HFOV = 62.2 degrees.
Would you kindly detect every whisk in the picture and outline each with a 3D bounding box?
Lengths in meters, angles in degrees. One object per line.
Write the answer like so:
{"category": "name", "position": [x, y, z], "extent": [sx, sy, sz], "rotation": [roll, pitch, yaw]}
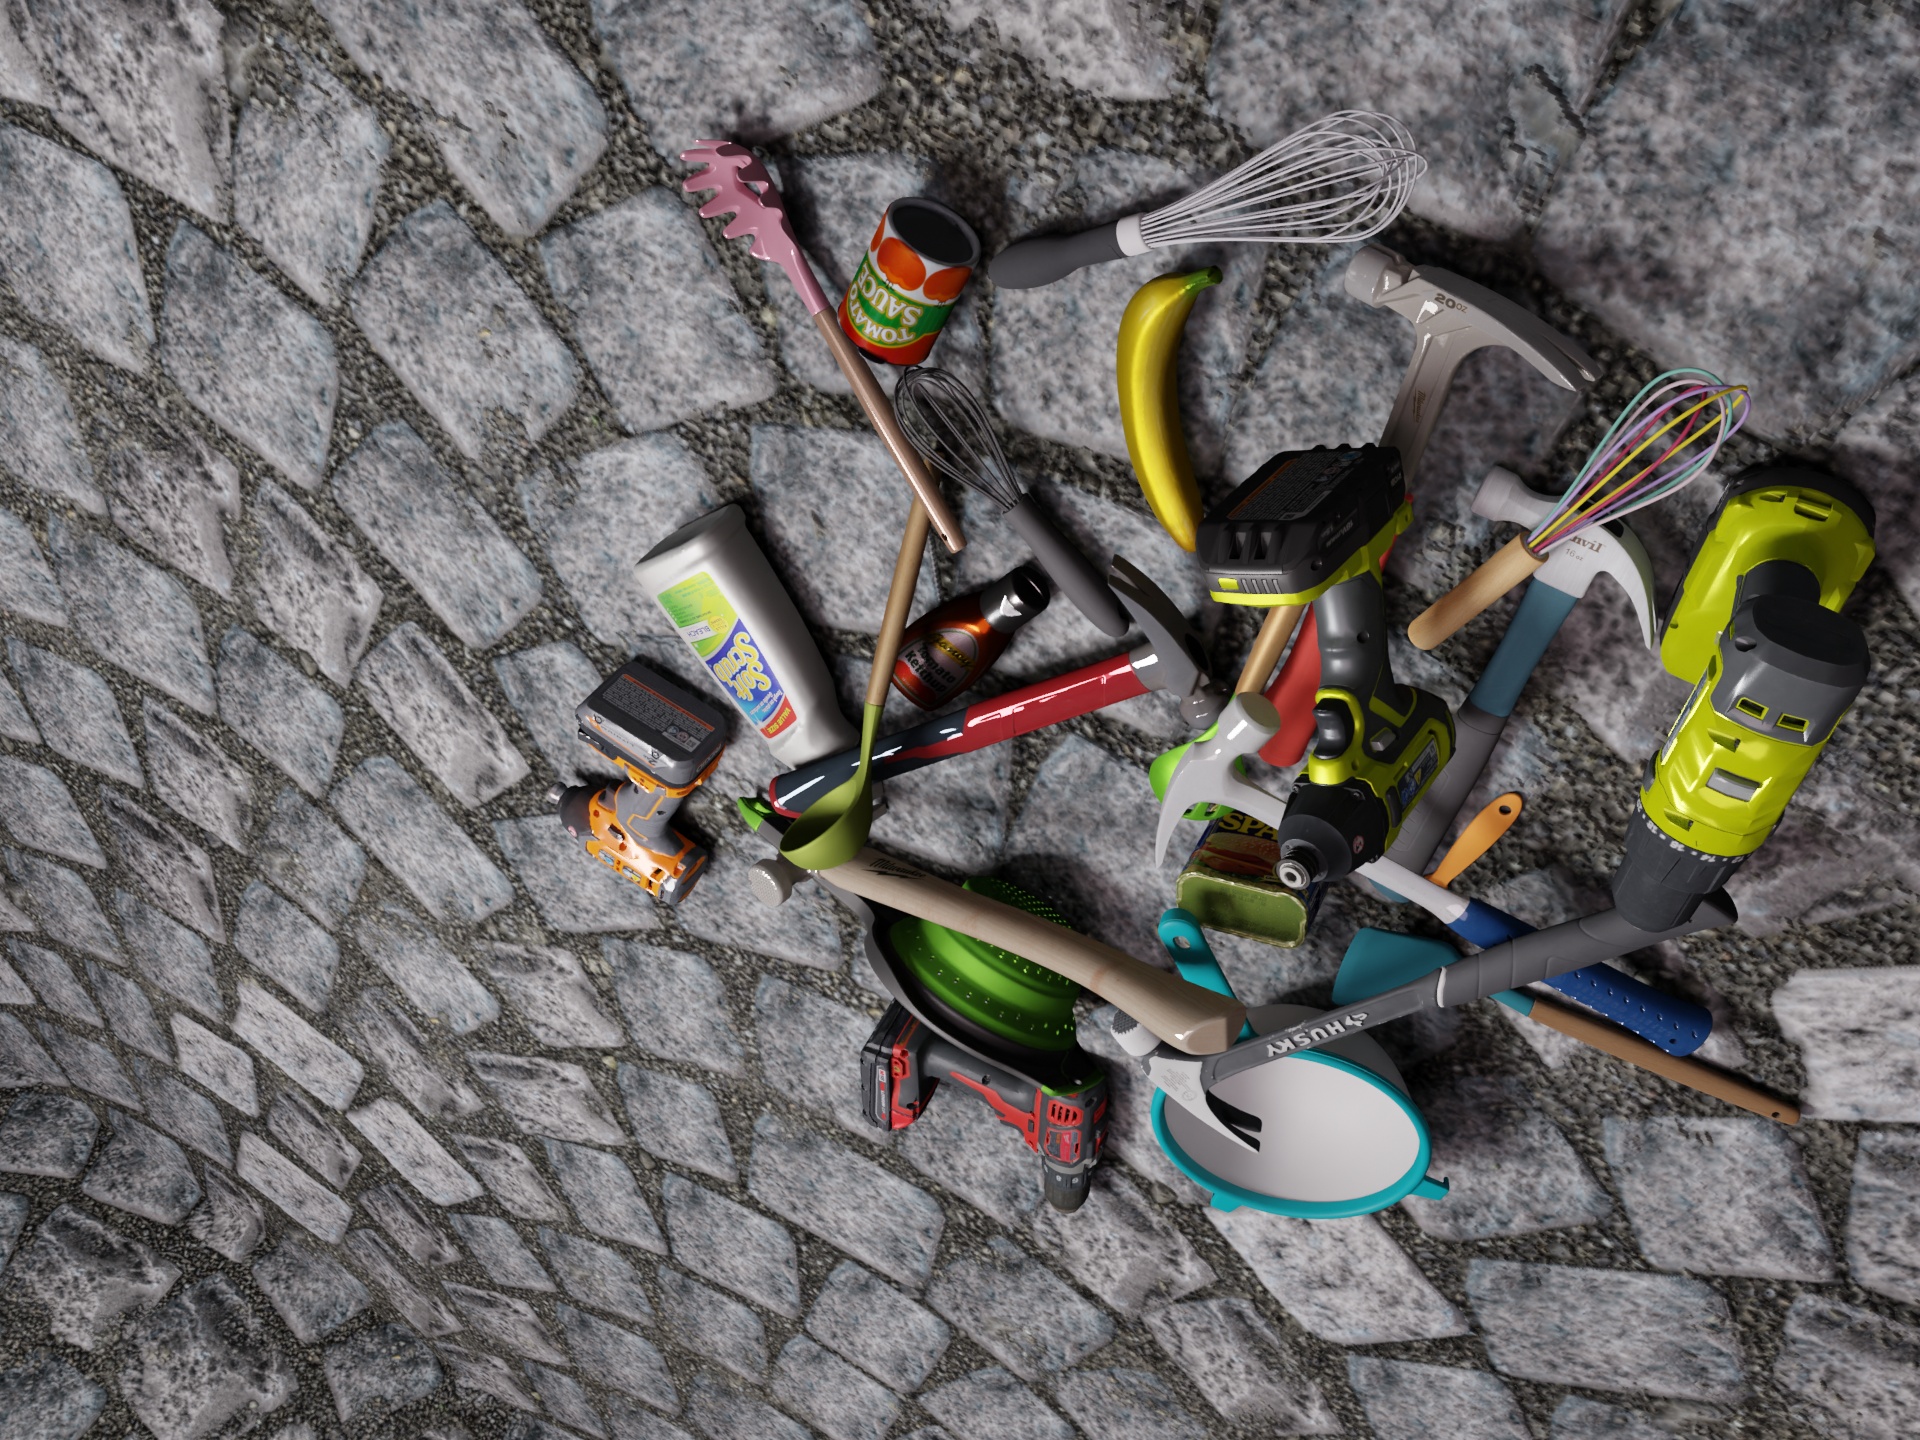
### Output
{"category": "whisk", "position": [0.331, -0.109, 0.882], "extent": [0.051, 0.047, 0.245], "rotation": [41, 139, -1]}
{"category": "whisk", "position": [0.128, -0.286, 0.910], "extent": [0.285, 0.070, 0.070], "rotation": [-3, 122, 39]}
{"category": "whisk", "position": [0.038, -0.145, 1.082], "extent": [0.238, 0.055, 0.055], "rotation": [48, 135, -15]}

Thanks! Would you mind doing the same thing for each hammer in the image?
{"category": "hammer", "position": [0.332, -0.002, 1.018], "extent": [0.128, 0.033, 0.330], "rotation": [27, 134, 13]}
{"category": "hammer", "position": [-0.002, -0.004, 1.170], "extent": [0.386, 0.038, 0.143], "rotation": [-19, 126, 33]}
{"category": "hammer", "position": [0.306, 0.188, 1.060], "extent": [0.409, 0.036, 0.149], "rotation": [-27, 115, 31]}
{"category": "hammer", "position": [0.252, -0.099, 0.970], "extent": [0.149, 0.037, 0.358], "rotation": [40, 141, 27]}
{"category": "hammer", "position": [0.315, 0.123, 1.053], "extent": [0.405, 0.035, 0.144], "rotation": [28, 131, -9]}
{"category": "hammer", "position": [0.032, 0.146, 1.182], "extent": [0.411, 0.146, 0.038], "rotation": [18, 130, 37]}

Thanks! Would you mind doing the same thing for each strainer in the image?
{"category": "strainer", "position": [0.231, 0.241, 1.209], "extent": [0.211, 0.095, 0.340], "rotation": [-13, 123, 29]}

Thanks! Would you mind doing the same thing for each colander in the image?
{"category": "colander", "position": [-0.028, 0.148, 1.317], "extent": [0.397, 0.204, 0.094], "rotation": [36, 102, 25]}

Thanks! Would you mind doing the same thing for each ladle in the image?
{"category": "ladle", "position": [-0.067, -0.040, 1.143], "extent": [0.062, 0.078, 0.320], "rotation": [12, 104, -11]}

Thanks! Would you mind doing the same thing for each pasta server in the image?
{"category": "pasta server", "position": [-0.084, -0.248, 1.068], "extent": [0.060, 0.040, 0.316], "rotation": [-13, 111, 56]}

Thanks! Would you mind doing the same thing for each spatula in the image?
{"category": "spatula", "position": [0.427, 0.221, 1.124], "extent": [0.317, 0.044, 0.082], "rotation": [21, 129, 16]}

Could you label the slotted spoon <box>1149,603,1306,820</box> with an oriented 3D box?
{"category": "slotted spoon", "position": [0.192, -0.035, 1.031], "extent": [0.070, 0.031, 0.313], "rotation": [20, 133, 2]}

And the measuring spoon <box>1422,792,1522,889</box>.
{"category": "measuring spoon", "position": [0.349, 0.088, 1.091], "extent": [0.021, 0.011, 0.116], "rotation": [33, 135, 6]}

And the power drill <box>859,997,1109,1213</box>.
{"category": "power drill", "position": [0.026, 0.360, 1.464], "extent": [0.227, 0.080, 0.187], "rotation": [15, 131, 18]}

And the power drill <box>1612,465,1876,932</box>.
{"category": "power drill", "position": [0.402, -0.014, 0.825], "extent": [0.080, 0.228, 0.190], "rotation": [23, 133, 16]}

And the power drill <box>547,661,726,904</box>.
{"category": "power drill", "position": [-0.297, 0.055, 1.428], "extent": [0.164, 0.084, 0.226], "rotation": [31, 138, 9]}

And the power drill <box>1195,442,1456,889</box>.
{"category": "power drill", "position": [0.210, -0.028, 0.899], "extent": [0.080, 0.171, 0.223], "rotation": [5, 124, 41]}
